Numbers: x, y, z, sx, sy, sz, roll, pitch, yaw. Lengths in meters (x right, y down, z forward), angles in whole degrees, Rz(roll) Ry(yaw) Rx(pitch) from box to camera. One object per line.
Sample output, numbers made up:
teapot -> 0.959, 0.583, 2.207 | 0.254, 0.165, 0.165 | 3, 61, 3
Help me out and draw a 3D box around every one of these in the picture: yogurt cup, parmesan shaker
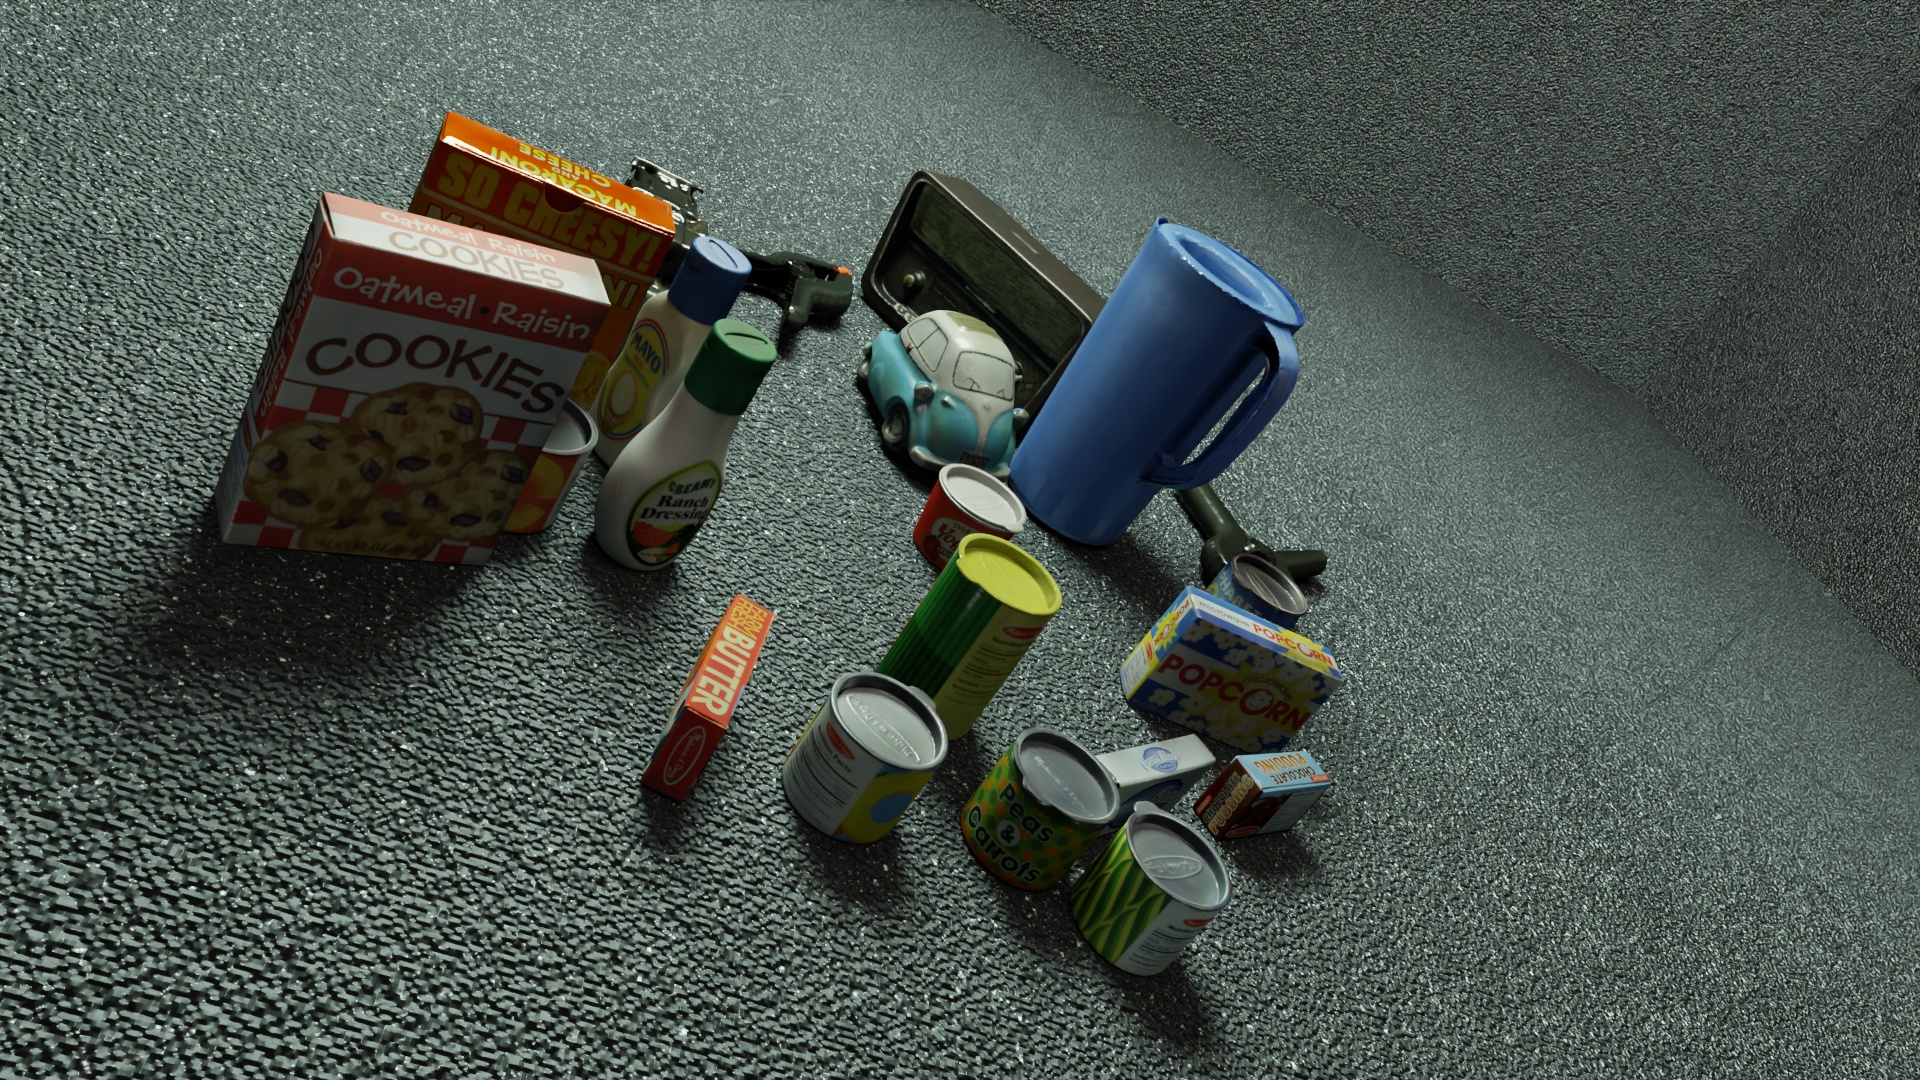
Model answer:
yogurt cup -> 0.003, -0.012, 0.955 | 0.072, 0.053, 0.073 | 26, 28, -15
parmesan shaker -> 0.000, 0.055, 0.789 | 0.071, 0.102, 0.071 | 26, 28, -15

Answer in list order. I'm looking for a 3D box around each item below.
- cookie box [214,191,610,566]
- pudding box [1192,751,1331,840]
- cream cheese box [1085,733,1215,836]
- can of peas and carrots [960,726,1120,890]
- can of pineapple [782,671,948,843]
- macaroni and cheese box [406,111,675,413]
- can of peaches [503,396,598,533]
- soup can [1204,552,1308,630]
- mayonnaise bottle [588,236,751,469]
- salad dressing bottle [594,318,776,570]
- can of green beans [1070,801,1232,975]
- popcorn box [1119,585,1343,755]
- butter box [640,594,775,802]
cookie box -> -0.252, -0.066, 0.638 | 0.123, 0.166, 0.040 | 8, 37, -41
pudding box -> 0.194, 0.162, 0.887 | 0.084, 0.049, 0.030 | 5, 39, -44
cream cheese box -> 0.101, 0.144, 0.810 | 0.104, 0.053, 0.024 | -1, 43, -49
can of peas and carrots -> 0.041, 0.144, 0.738 | 0.071, 0.058, 0.071 | 26, 28, -15
can of pineapple -> -0.047, 0.109, 0.699 | 0.071, 0.057, 0.071 | 26, 28, -15
macaroni and cheese box -> -0.243, -0.126, 0.745 | 0.124, 0.165, 0.040 | 19, 31, -28
can of peaches -> -0.238, -0.047, 0.741 | 0.071, 0.057, 0.071 | 26, 28, -15
soup can -> 0.202, 0.060, 1.024 | 0.071, 0.083, 0.072 | 26, 28, -15
mayonnaise bottle -> -0.171, -0.108, 0.815 | 0.041, 0.147, 0.065 | -3, 44, -50
salad dressing bottle -> -0.148, -0.051, 0.749 | 0.064, 0.147, 0.044 | 1, 42, -48
can of green beans -> 0.100, 0.186, 0.736 | 0.071, 0.057, 0.071 | 26, 28, -15
popcorn box -> 0.184, 0.092, 0.951 | 0.127, 0.085, 0.038 | 24, 29, -20
butter box -> -0.122, 0.074, 0.678 | 0.024, 0.053, 0.104 | 30, 27, -10
